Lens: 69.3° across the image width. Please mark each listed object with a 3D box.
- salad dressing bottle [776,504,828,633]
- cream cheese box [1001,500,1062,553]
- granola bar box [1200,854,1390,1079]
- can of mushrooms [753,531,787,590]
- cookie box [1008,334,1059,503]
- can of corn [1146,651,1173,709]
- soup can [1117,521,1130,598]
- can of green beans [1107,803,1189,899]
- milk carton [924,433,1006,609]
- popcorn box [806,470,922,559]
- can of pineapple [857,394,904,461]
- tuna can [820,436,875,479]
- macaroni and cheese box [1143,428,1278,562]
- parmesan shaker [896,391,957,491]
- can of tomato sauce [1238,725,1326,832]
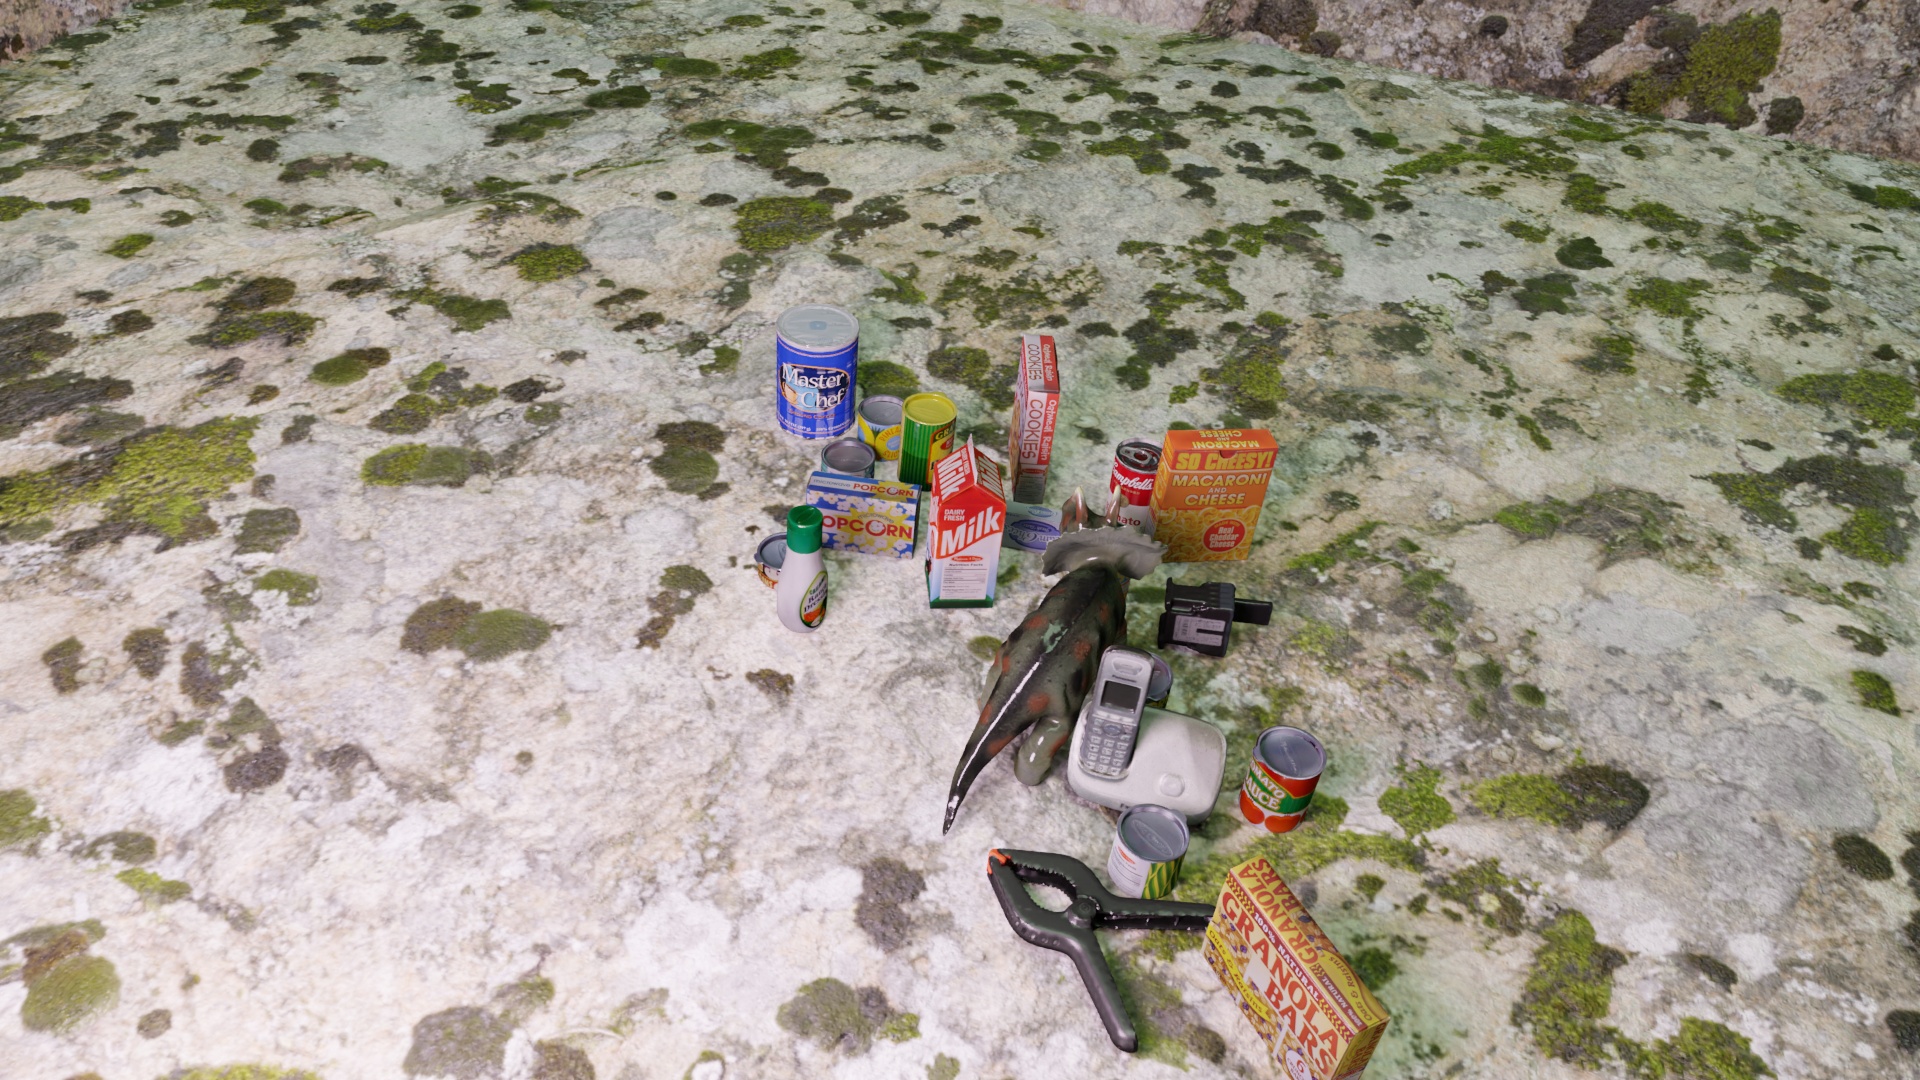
[{"bbox_3d":[-0.164,0.030,1.451,0.044,0.146,0.064,25,43,21],"label":"salad dressing bottle"},{"bbox_3d":[0.089,-0.013,1.609,0.104,0.053,0.024,11,40,5],"label":"cream cheese box"},{"bbox_3d":[0.268,0.362,1.137,0.039,0.123,0.166,-15,45,-23],"label":"granola bar box"},{"bbox_3d":[-0.195,0.024,1.543,0.071,0.033,0.071,4,40,-3],"label":"can of mushrooms"},{"bbox_3d":[0.089,-0.147,1.680,0.040,0.166,0.123,3,40,-4],"label":"cookie box"},{"bbox_3d":[0.181,0.157,1.418,0.071,0.058,0.071,4,40,-3],"label":"can of corn"},{"bbox_3d":[0.162,0.029,1.546,0.071,0.083,0.072,4,40,-3],"label":"soup can"},{"bbox_3d":[0.171,0.284,1.267,0.071,0.057,0.071,4,40,-3],"label":"can of green beans"},{"bbox_3d":[0.005,-0.019,1.499,0.073,0.189,0.073,0,40,-8],"label":"milk carton"},{"bbox_3d":[-0.111,-0.029,1.576,0.127,0.084,0.038,8,40,2],"label":"popcorn box"},{"bbox_3d":[-0.095,-0.139,1.730,0.071,0.057,0.071,4,40,-3],"label":"can of pineapple"},{"bbox_3d":[-0.137,-0.093,1.689,0.071,0.032,0.071,4,40,-3],"label":"tuna can"},{"bbox_3d":[0.284,-0.049,1.592,0.124,0.165,0.040,-2,41,-10],"label":"macaroni and cheese box"},{"bbox_3d":[-0.040,-0.120,1.680,0.071,0.102,0.072,4,40,-3],"label":"parmesan shaker"},{"bbox_3d":[0.305,0.230,1.330,0.071,0.082,0.071,4,40,-3],"label":"can of tomato sauce"}]
